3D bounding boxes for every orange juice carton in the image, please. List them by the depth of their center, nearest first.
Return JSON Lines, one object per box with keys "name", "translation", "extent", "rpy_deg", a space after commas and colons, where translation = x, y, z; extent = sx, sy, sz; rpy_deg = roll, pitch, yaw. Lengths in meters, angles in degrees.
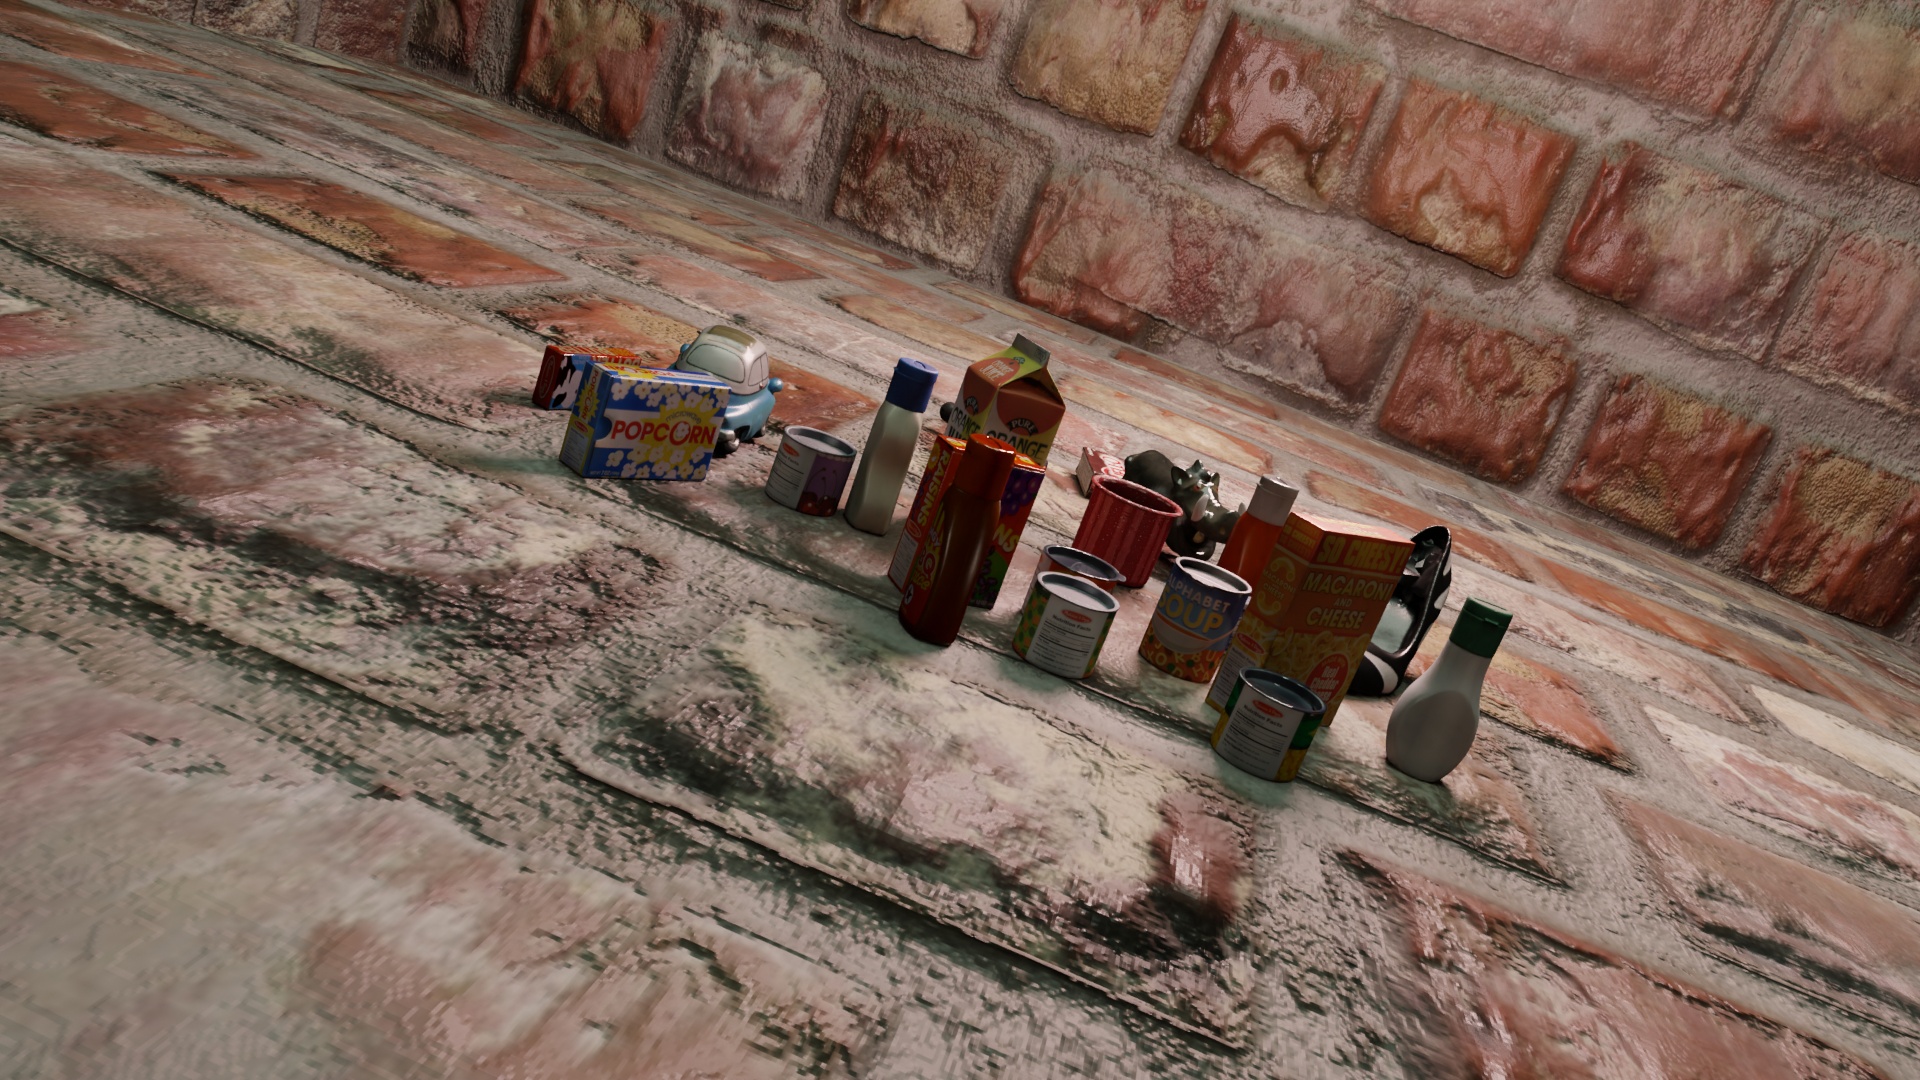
{"name": "orange juice carton", "translation": [0.032, -0.088, 1.246], "extent": [0.073, 0.192, 0.072], "rpy_deg": [13, 17, -27]}

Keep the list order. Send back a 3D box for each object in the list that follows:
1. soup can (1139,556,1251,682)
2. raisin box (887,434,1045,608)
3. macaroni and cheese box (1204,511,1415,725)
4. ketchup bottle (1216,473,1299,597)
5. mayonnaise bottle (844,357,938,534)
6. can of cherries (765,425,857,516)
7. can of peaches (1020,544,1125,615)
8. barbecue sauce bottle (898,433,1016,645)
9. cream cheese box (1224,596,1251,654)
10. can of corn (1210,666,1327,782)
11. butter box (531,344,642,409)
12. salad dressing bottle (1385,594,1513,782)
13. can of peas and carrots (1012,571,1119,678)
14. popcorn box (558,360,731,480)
{"name": "soup can", "translation": [0.189, 0.065, 1.132], "extent": [0.071, 0.083, 0.071], "rpy_deg": [19, 16, -5]}
{"name": "raisin box", "translation": [0.004, -0.014, 1.090], "extent": [0.086, 0.123, 0.040], "rpy_deg": [12, 17, -28]}
{"name": "macaroni and cheese box", "translation": [0.274, 0.064, 1.088], "extent": [0.124, 0.166, 0.040], "rpy_deg": [7, 20, -40]}
{"name": "ketchup bottle", "translation": [0.265, 0.013, 1.279], "extent": [0.043, 0.148, 0.065], "rpy_deg": [18, 16, -10]}
{"name": "mayonnaise bottle", "translation": [-0.059, -0.082, 1.194], "extent": [0.041, 0.147, 0.065], "rpy_deg": [16, 16, -15]}
{"name": "can of cherries", "translation": [-0.127, -0.060, 1.200], "extent": [0.071, 0.058, 0.072], "rpy_deg": [19, 16, -5]}
{"name": "can of peaches", "translation": [0.091, 0.044, 1.127], "extent": [0.071, 0.058, 0.071], "rpy_deg": [19, 16, -5]}
{"name": "barbecue sauce bottle", "translation": [-0.001, -0.003, 1.002], "extent": [0.044, 0.148, 0.065], "rpy_deg": [15, 16, -18]}
{"name": "cream cheese box", "translation": [0.232, 0.071, 1.217], "extent": [0.104, 0.053, 0.024], "rpy_deg": [17, 16, -13]}
{"name": "can of corn", "translation": [0.222, 0.132, 0.998], "extent": [0.071, 0.058, 0.071], "rpy_deg": [19, 16, -5]}
{"name": "butter box", "translation": [-0.332, -0.145, 1.238], "extent": [0.024, 0.053, 0.104], "rpy_deg": [27, 17, 23]}
{"name": "salad dressing bottle", "translation": [0.384, 0.116, 1.088], "extent": [0.064, 0.147, 0.044], "rpy_deg": [21, 15, 3]}
{"name": "can of peas and carrots", "translation": [0.079, 0.063, 1.048], "extent": [0.071, 0.058, 0.071], "rpy_deg": [19, 16, -5]}
{"name": "popcorn box", "translation": [-0.250, -0.094, 1.113], "extent": [0.038, 0.085, 0.127], "rpy_deg": [31, 19, 33]}
